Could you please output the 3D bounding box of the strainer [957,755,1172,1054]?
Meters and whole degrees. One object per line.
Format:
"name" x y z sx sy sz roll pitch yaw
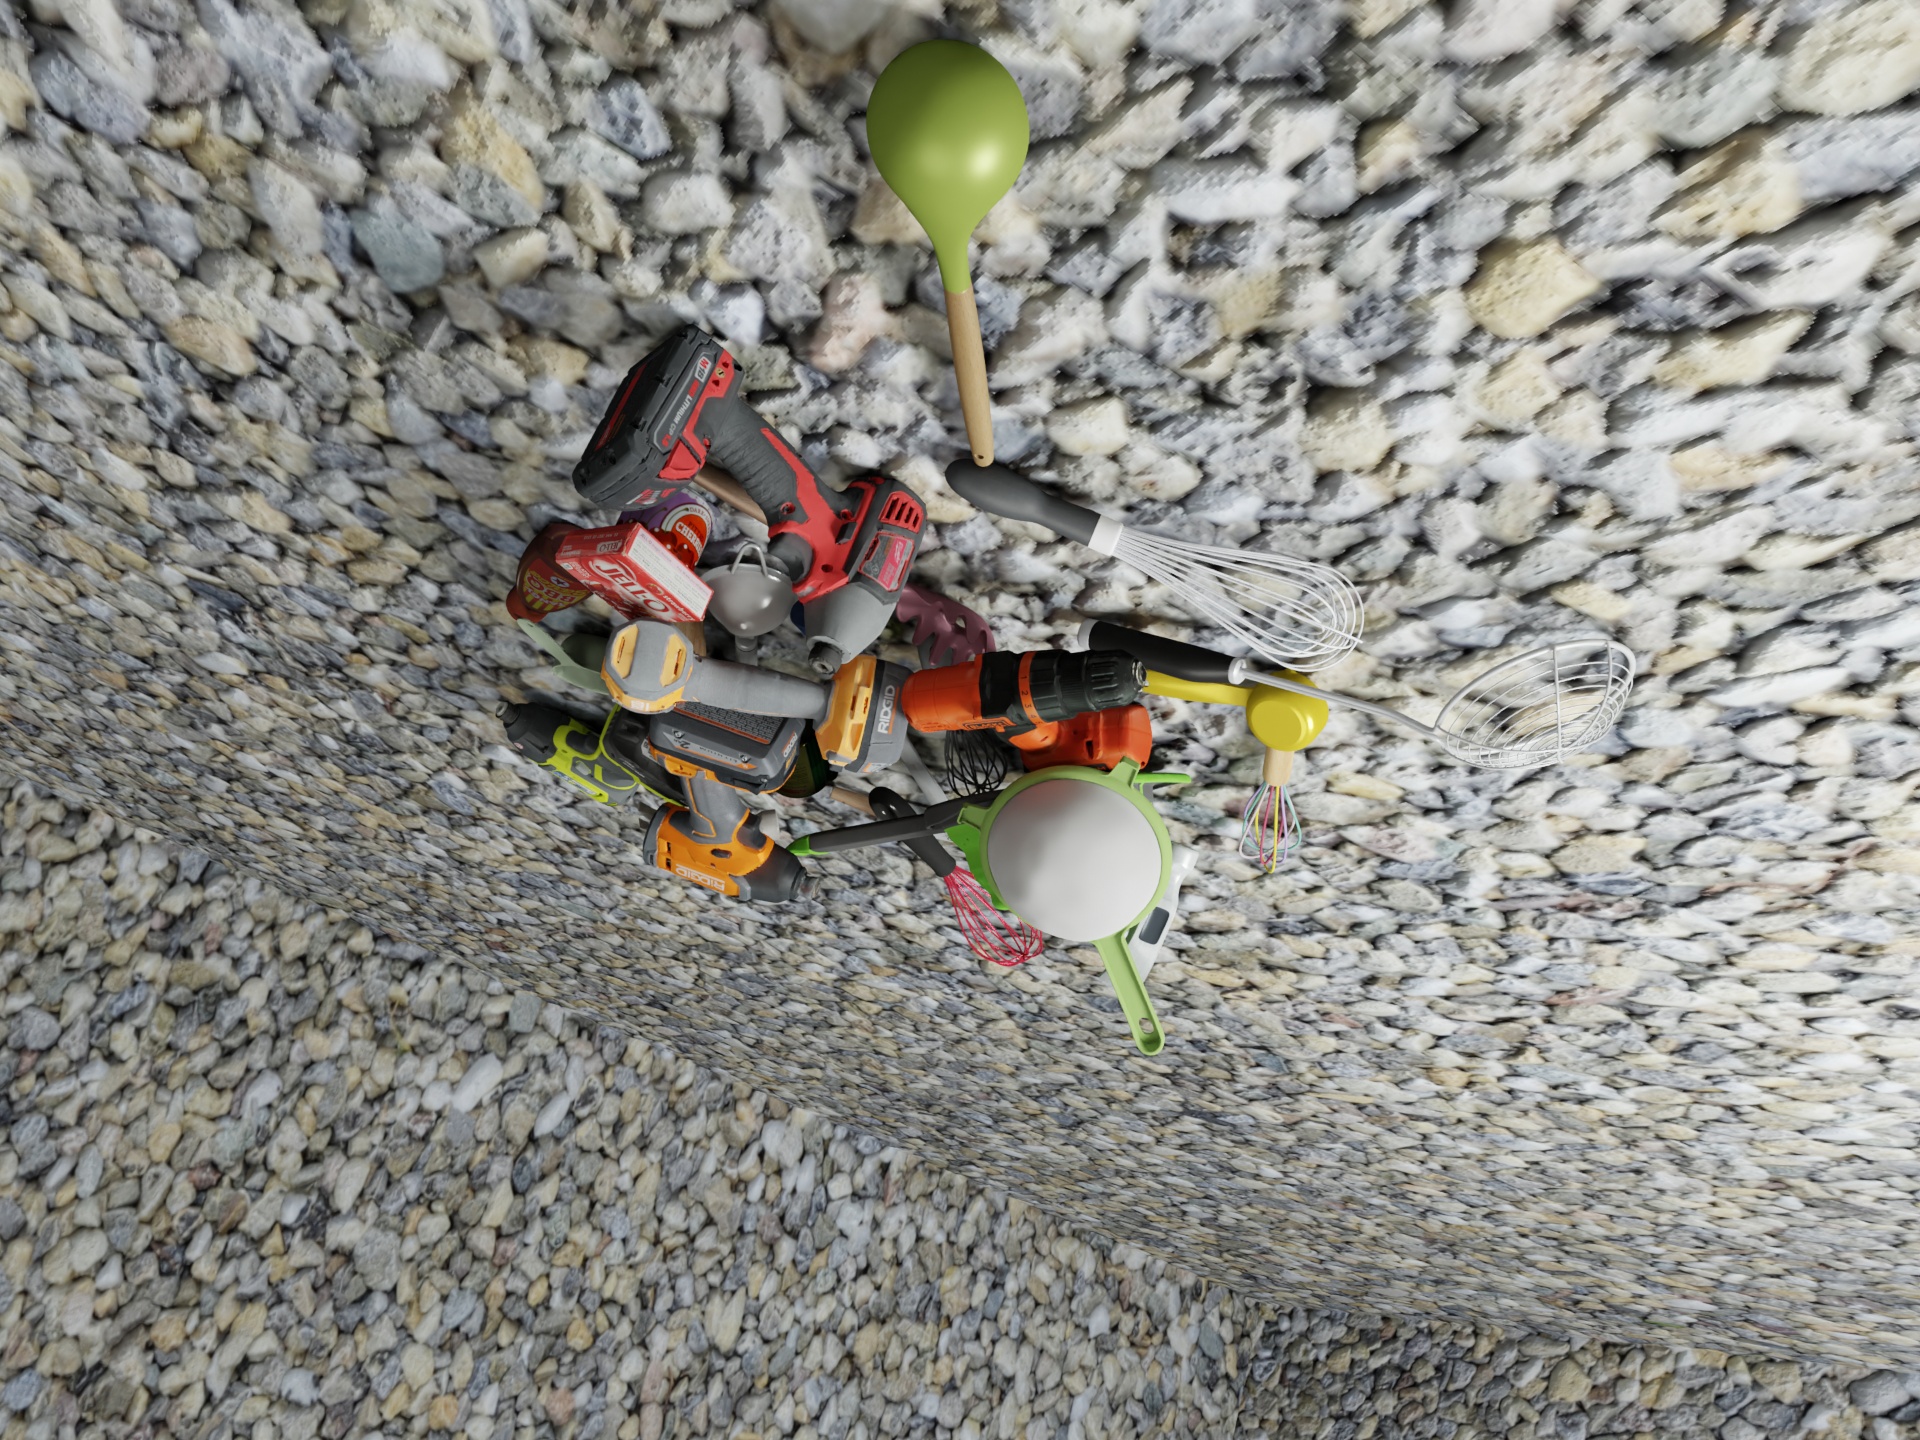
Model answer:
"strainer" 0.102 0.161 1.220 0.151 0.069 0.256 -17 107 20

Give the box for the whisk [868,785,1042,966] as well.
"whisk" -0.004 0.153 1.545 0.073 0.073 0.295 -2 142 38

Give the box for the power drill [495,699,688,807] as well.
"power drill" -0.351 0.028 1.592 0.223 0.080 0.171 -2 149 44

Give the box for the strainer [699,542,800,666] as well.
"strainer" -0.175 -0.068 1.313 0.087 0.050 0.258 6 160 -6

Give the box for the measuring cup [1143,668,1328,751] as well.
"measuring cup" 0.189 -0.013 1.158 0.156 0.029 0.062 11 127 29

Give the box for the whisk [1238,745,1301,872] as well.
"whisk" 0.251 0.056 1.263 0.051 0.047 0.244 14 152 14

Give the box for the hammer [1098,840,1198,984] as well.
"hammer" 0.149 0.163 1.415 0.033 0.128 0.331 22 178 -1

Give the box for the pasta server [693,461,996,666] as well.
"pasta server" -0.102 -0.121 1.148 0.316 0.040 0.060 30 153 -20

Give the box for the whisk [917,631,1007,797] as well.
"whisk" -0.001 -0.004 1.315 0.055 0.055 0.238 10 149 19

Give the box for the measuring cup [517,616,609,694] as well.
"measuring cup" -0.341 -0.068 1.404 0.083 0.038 0.167 8 161 19

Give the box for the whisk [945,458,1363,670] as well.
"whisk" 0.122 -0.105 1.008 0.284 0.070 0.070 23 156 3

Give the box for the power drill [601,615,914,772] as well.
"power drill" -0.162 -0.019 1.223 0.226 0.084 0.185 12 171 -11

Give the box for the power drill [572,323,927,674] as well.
"power drill" -0.126 -0.134 1.015 0.219 0.143 0.078 35 148 -27

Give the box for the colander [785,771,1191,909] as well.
"colander" 0.009 0.120 1.367 0.397 0.094 0.204 -12 171 34

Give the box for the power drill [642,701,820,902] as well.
"power drill" -0.193 0.073 1.385 0.164 0.084 0.226 20 138 7

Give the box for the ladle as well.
"ladle" 0.004 -0.231 0.856 0.078 0.062 0.320 12 162 10

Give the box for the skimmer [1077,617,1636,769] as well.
"skimmer" 0.253 -0.043 1.069 0.363 0.090 0.127 17 164 29

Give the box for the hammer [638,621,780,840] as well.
"hammer" -0.237 0.013 1.429 0.130 0.031 0.331 -7 140 -8

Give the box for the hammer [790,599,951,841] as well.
"hammer" -0.062 0.013 1.401 0.144 0.035 0.405 8 153 23

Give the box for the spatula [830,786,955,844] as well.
"spatula" 0.019 0.125 1.598 0.316 0.018 0.059 20 156 -4
